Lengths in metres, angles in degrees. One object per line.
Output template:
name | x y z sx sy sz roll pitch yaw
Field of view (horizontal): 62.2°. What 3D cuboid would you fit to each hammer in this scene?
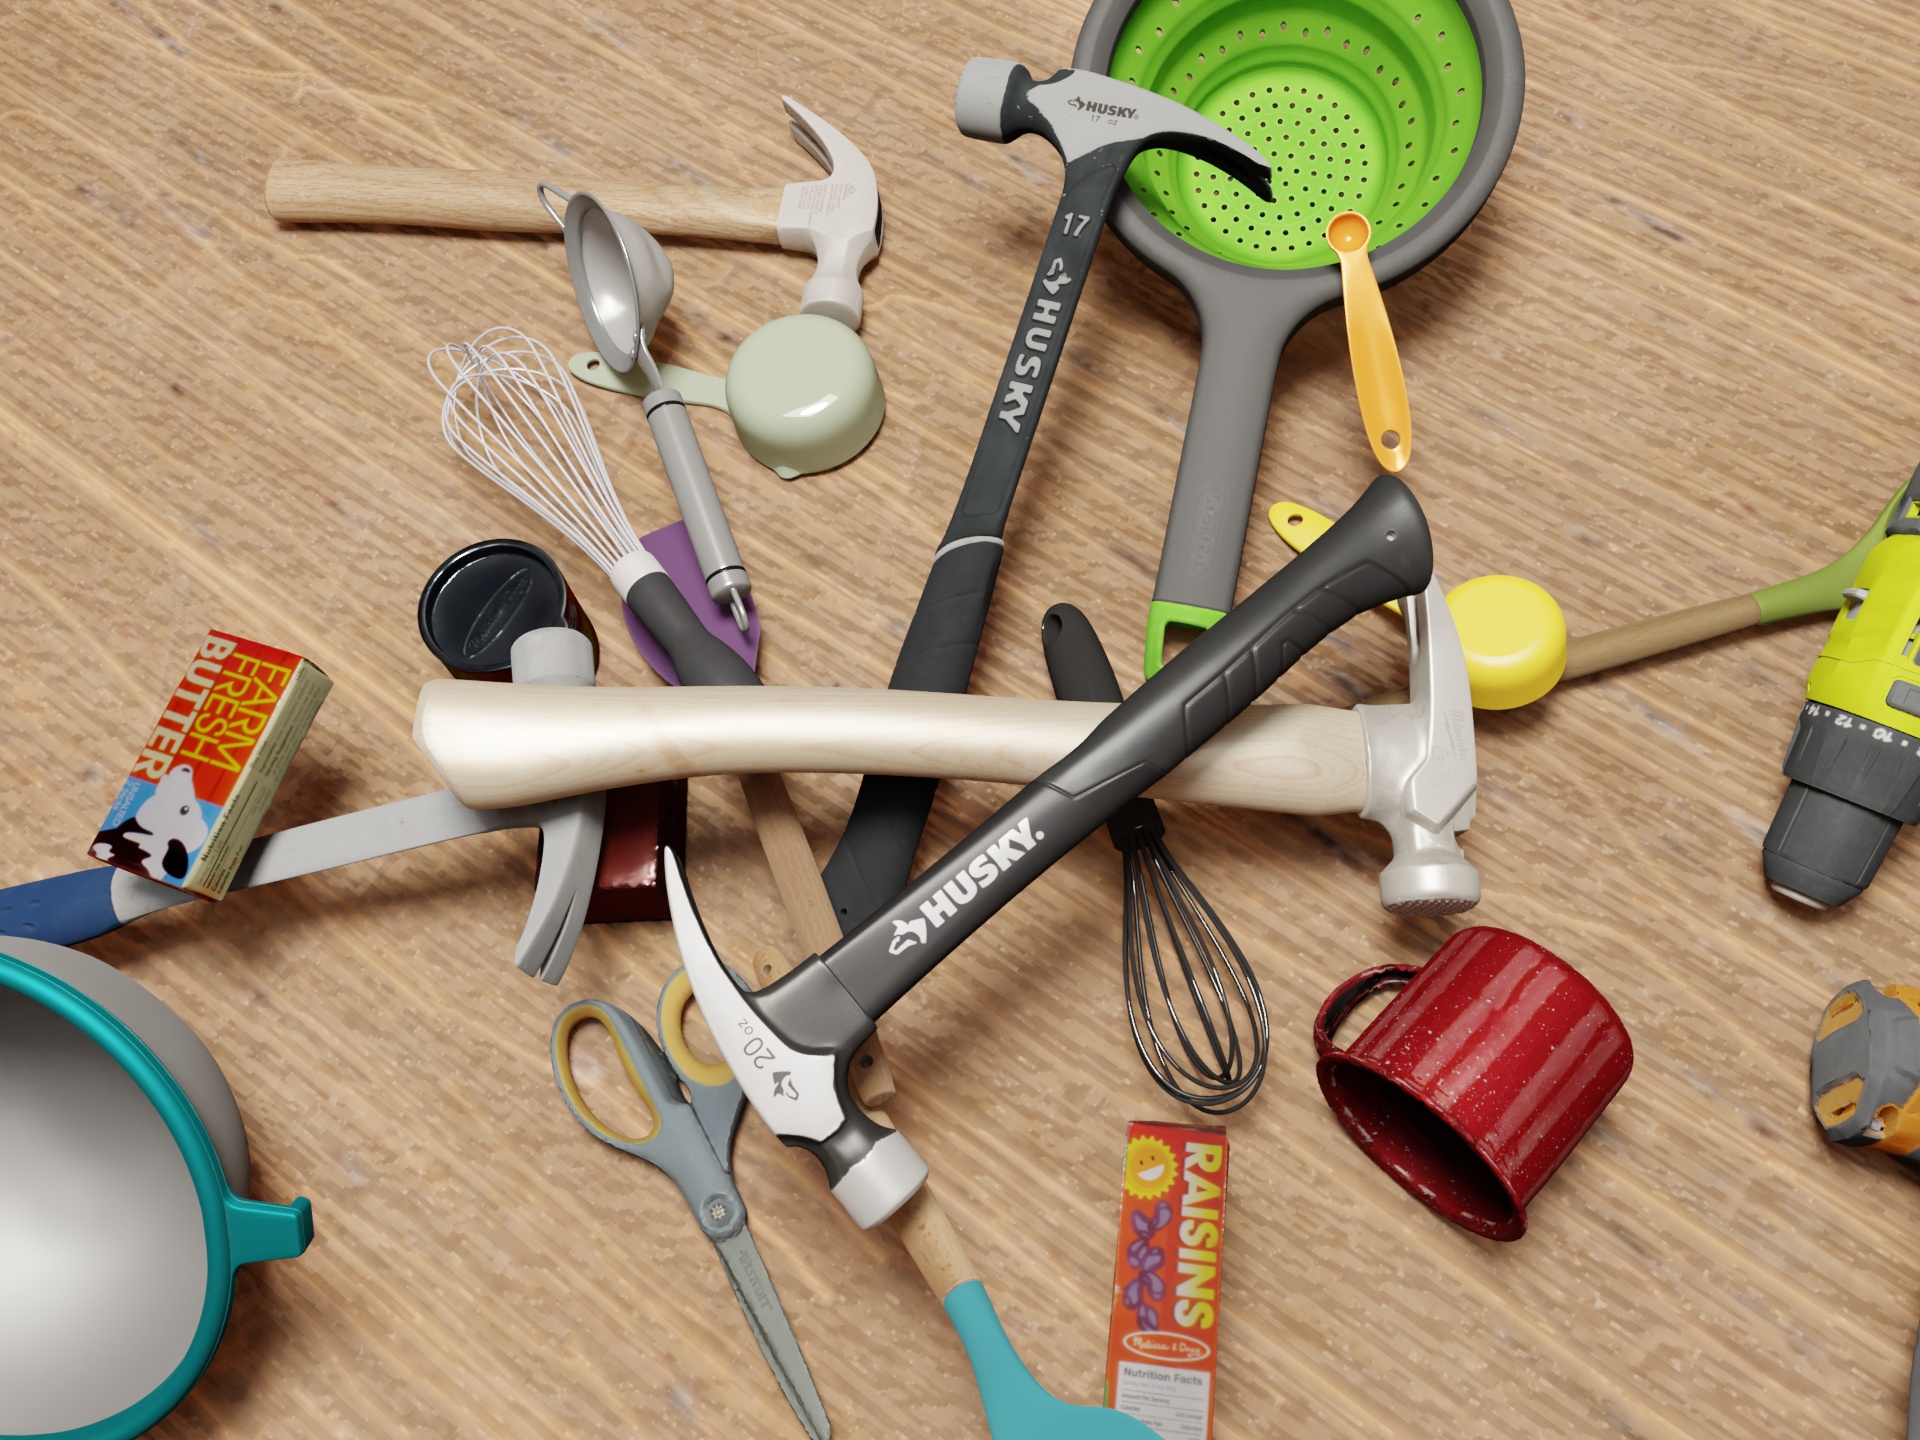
hammer | -0.339 0.075 0.661 0.405 0.035 0.144 -14 65 7
hammer | -0.204 -0.273 0.835 0.331 0.031 0.130 5 68 7
hammer | -0.001 -0.002 0.628 0.410 0.038 0.146 2 72 -5
hammer | 0.045 0.018 0.586 0.335 0.035 0.146 -39 84 -11
hammer | 0.015 -0.090 0.687 0.149 0.036 0.409 16 83 15

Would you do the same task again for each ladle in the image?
ladle | 0.320 -0.044 0.684 0.320 0.062 0.078 -15 75 0

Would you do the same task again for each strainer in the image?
strainer | -0.139 -0.152 0.745 0.050 0.086 0.259 -13 69 -24
strainer | -0.398 0.119 0.597 0.211 0.095 0.340 -42 95 14

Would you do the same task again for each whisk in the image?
whisk | -0.161 -0.085 0.722 0.070 0.070 0.285 -35 64 -11
whisk | 0.074 0.050 0.670 0.055 0.055 0.239 -15 62 -2

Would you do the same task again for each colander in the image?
colander | 0.140 -0.205 0.760 0.204 0.094 0.397 11 86 9

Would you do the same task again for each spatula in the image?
spatula | -0.088 0.024 0.679 0.060 0.018 0.316 -23 55 -4
spatula | -0.006 0.189 0.570 0.082 0.044 0.318 -47 44 7

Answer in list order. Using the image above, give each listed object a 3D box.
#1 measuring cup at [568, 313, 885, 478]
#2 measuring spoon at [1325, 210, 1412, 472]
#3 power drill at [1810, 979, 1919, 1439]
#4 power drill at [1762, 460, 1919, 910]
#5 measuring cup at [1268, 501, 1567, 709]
measuring cup | -0.120 -0.171 0.780 0.167 0.038 0.083 12 68 11
measuring spoon | 0.180 -0.166 0.699 0.021 0.011 0.117 -12 89 7
power drill | 0.401 0.216 0.555 0.185 0.084 0.226 12 64 8
power drill | 0.448 0.016 0.618 0.228 0.080 0.190 23 99 11
measuring cup | 0.195 -0.062 0.699 0.062 0.029 0.157 -43 58 -11
